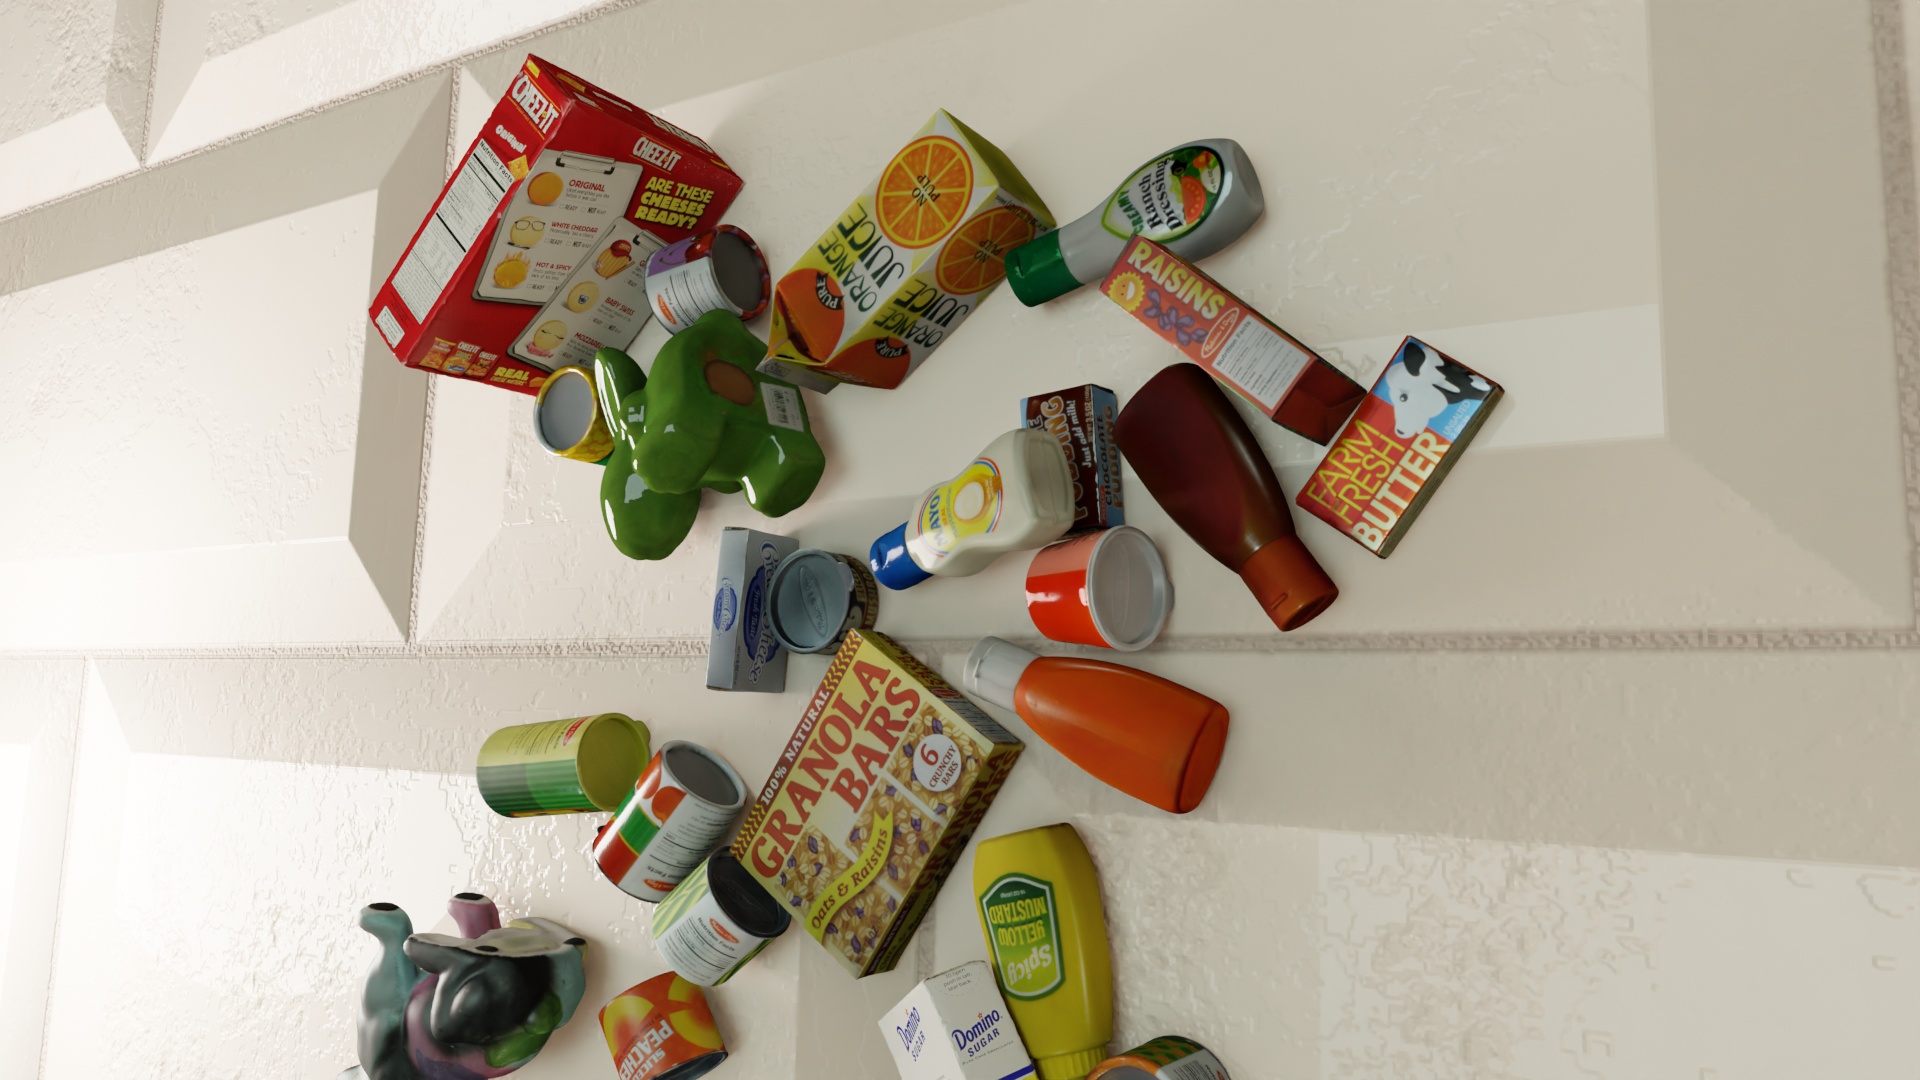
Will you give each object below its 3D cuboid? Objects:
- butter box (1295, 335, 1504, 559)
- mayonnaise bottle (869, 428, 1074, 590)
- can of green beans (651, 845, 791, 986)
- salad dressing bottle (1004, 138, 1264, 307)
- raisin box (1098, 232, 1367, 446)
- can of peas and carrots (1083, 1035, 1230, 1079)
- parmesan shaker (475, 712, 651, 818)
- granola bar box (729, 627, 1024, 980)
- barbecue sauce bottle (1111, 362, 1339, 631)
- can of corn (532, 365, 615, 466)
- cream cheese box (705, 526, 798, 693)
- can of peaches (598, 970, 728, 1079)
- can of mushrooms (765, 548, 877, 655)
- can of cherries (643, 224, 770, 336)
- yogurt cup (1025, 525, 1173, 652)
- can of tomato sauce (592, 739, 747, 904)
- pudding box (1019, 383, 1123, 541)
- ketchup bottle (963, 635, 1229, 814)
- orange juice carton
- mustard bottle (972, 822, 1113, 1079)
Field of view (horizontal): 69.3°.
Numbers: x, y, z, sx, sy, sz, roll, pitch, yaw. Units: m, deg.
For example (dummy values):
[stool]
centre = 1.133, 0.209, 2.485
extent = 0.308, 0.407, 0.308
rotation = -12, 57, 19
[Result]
[butter box]
centre = 0.220, -0.046, 0.700
extent = 0.053, 0.024, 0.103
rotation = 39, 104, 30
[mayonnaise bottle]
centre = 0.003, -0.010, 0.798
extent = 0.147, 0.041, 0.065
rotation = -29, 63, 46
[can of green beans]
centre = -0.149, 0.234, 0.865
extent = 0.057, 0.071, 0.071
rotation = -44, 63, 20
[salad dressing bottle]
centre = 0.095, -0.176, 0.787
extent = 0.147, 0.044, 0.064
rotation = -20, 70, 29
[raisin box]
centre = 0.141, -0.105, 0.722
extent = 0.123, 0.086, 0.040
rotation = 43, 108, 30
[can of peas and carrots]
centre = 0.097, 0.292, 0.705
extent = 0.071, 0.059, 0.071
rotation = -6, 79, 32
[parmesan shaker]
centre = -0.273, 0.155, 0.958
extent = 0.103, 0.071, 0.071
rotation = -11, 77, 32
[granola bar box]
centre = -0.053, 0.155, 0.833
extent = 0.124, 0.039, 0.165
rotation = 36, 102, 30
[barbecue sauce bottle]
centre = 0.141, -0.021, 0.734
extent = 0.064, 0.044, 0.149
rotation = -51, 60, 37
[can of corn]
centre = -0.259, -0.089, 0.989
extent = 0.071, 0.058, 0.071
rotation = -5, 80, 32
[cream cheese box]
centre = -0.133, 0.046, 0.892
extent = 0.024, 0.053, 0.104
rotation = 1, 83, 31
[can of peaches]
centre = -0.189, 0.312, 0.875
extent = 0.071, 0.071, 0.058
rotation = -40, 63, 22
[can of mushrooms]
centre = -0.085, 0.038, 0.875
extent = 0.071, 0.033, 0.071
rotation = -6, 79, 32
[can of cherries]
centre = -0.170, -0.177, 0.944
extent = 0.058, 0.071, 0.071
rotation = -14, 76, 30
[yogurt cup]
centre = 0.073, 0.027, 0.758
extent = 0.054, 0.072, 0.072
rotation = -6, 79, 44
[can of tomato sauce]
centre = -0.188, 0.180, 0.898
extent = 0.071, 0.071, 0.083
rotation = 44, 105, 29
[pudding box]
centre = 0.063, -0.044, 0.795
extent = 0.049, 0.030, 0.084
rotation = -9, 78, 33
[ketchup bottle]
centre = 0.070, 0.093, 0.762
extent = 0.149, 0.043, 0.064
rotation = 21, 93, 33
[orange juice carton]
centre = -0.042, -0.161, 0.855
extent = 0.192, 0.072, 0.073
rotation = -43, 62, 19
[mustard bottle]
centre = 0.051, 0.236, 0.748
extent = 0.065, 0.049, 0.160
rotation = -23, 71, 31
